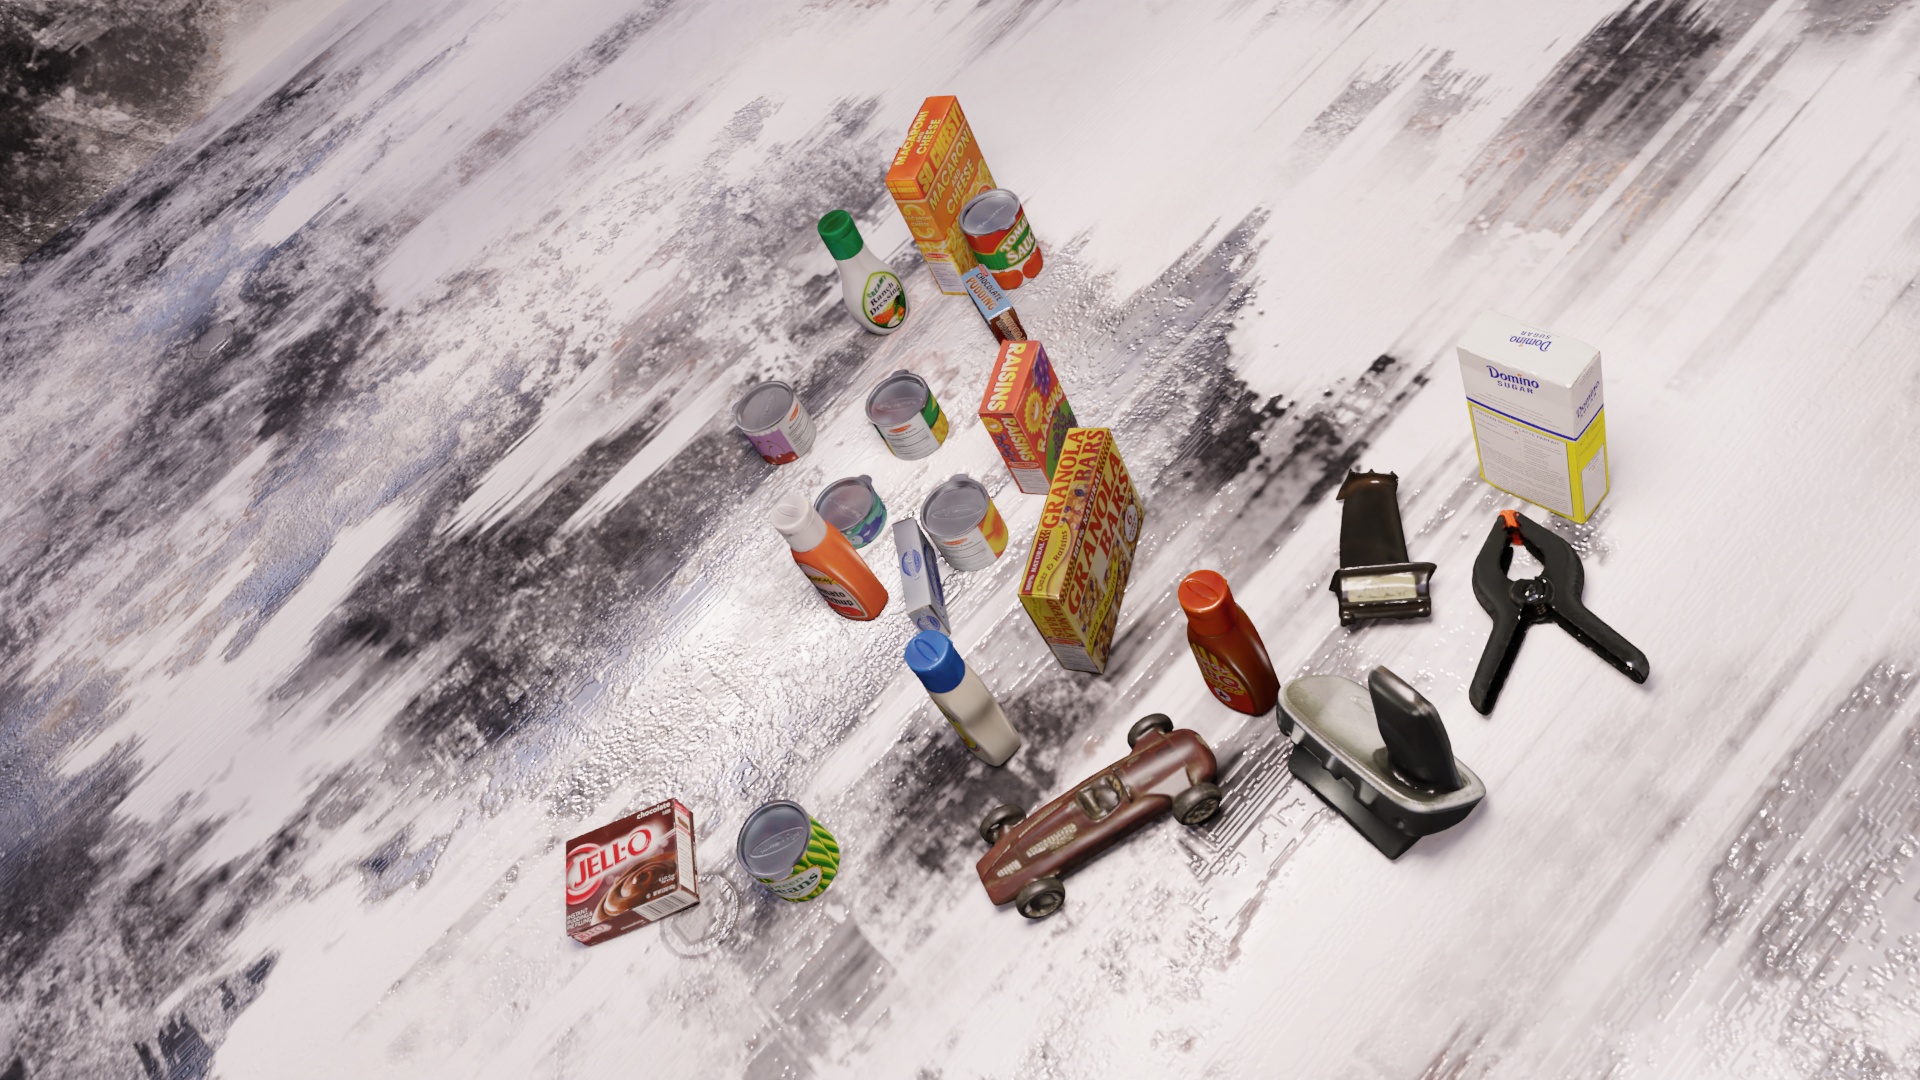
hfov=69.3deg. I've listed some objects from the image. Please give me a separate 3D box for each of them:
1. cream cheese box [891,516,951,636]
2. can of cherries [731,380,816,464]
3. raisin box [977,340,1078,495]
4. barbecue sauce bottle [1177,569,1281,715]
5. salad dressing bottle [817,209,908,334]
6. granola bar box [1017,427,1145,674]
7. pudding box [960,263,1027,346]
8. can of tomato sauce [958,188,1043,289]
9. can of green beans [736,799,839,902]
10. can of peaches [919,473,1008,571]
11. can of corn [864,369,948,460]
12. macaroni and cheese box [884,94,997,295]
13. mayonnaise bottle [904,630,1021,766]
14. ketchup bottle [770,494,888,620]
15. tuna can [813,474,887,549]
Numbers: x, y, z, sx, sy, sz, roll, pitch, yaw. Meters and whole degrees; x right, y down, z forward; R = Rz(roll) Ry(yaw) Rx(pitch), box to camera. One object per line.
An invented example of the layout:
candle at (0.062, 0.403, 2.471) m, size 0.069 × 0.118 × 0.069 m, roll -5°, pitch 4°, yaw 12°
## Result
cream cheese box at (-0.035, 0.035, 1.240) m, size 0.024 × 0.053 × 0.104 m, roll -21°, pitch 50°, yaw 10°
can of cherries at (-0.191, -0.120, 1.423) m, size 0.071 × 0.058 × 0.072 m, roll -12°, pitch 52°, yaw 16°
raisin box at (0.063, -0.110, 1.256) m, size 0.040 × 0.123 × 0.086 m, roll 4°, pitch 58°, yaw 27°
barbecue sauce bottle at (0.198, 0.075, 1.040) m, size 0.065 × 0.148 × 0.044 m, roll 32°, pitch 73°, yaw 38°
salad dressing bottle at (-0.102, -0.277, 1.439) m, size 0.064 × 0.147 × 0.044 m, roll -47°, pitch 51°, yaw -12°
granola bar box at (0.103, 0.008, 1.150) m, size 0.039 × 0.123 × 0.166 m, roll 3°, pitch 57°, yaw 27°
pudding box at (0.034, -0.238, 1.412) m, size 0.030 × 0.049 × 0.084 m, roll -30°, pitch 49°, yaw 2°
can of tomato sauce at (0.045, -0.311, 1.439) m, size 0.071 × 0.082 × 0.071 m, roll -12°, pitch 52°, yaw 16°
can of green beans at (-0.139, 0.252, 1.124) m, size 0.071 × 0.057 × 0.071 m, roll -12°, pitch 52°, yaw 16°
can of peaches at (0.004, -0.016, 1.256) m, size 0.071 × 0.058 × 0.071 m, roll -12°, pitch 52°, yaw 16°
can of corn at (-0.051, -0.123, 1.361) m, size 0.071 × 0.058 × 0.071 m, roll -12°, pitch 52°, yaw 16°
macaroni and cheese box at (-0.012, -0.356, 1.444) m, size 0.040 × 0.166 × 0.124 m, roll 6°, pitch 59°, yaw 28°
mayonnaise bottle at (-0.001, 0.122, 1.097) m, size 0.041 × 0.147 × 0.065 m, roll -43°, pitch 50°, yaw -9°
ketchup bottle at (-0.119, 0.015, 1.230) m, size 0.065 × 0.148 × 0.044 m, roll 15°, pitch 64°, yaw 33°
tuna can at (-0.104, -0.028, 1.331) m, size 0.071 × 0.032 × 0.071 m, roll -12°, pitch 52°, yaw 16°
